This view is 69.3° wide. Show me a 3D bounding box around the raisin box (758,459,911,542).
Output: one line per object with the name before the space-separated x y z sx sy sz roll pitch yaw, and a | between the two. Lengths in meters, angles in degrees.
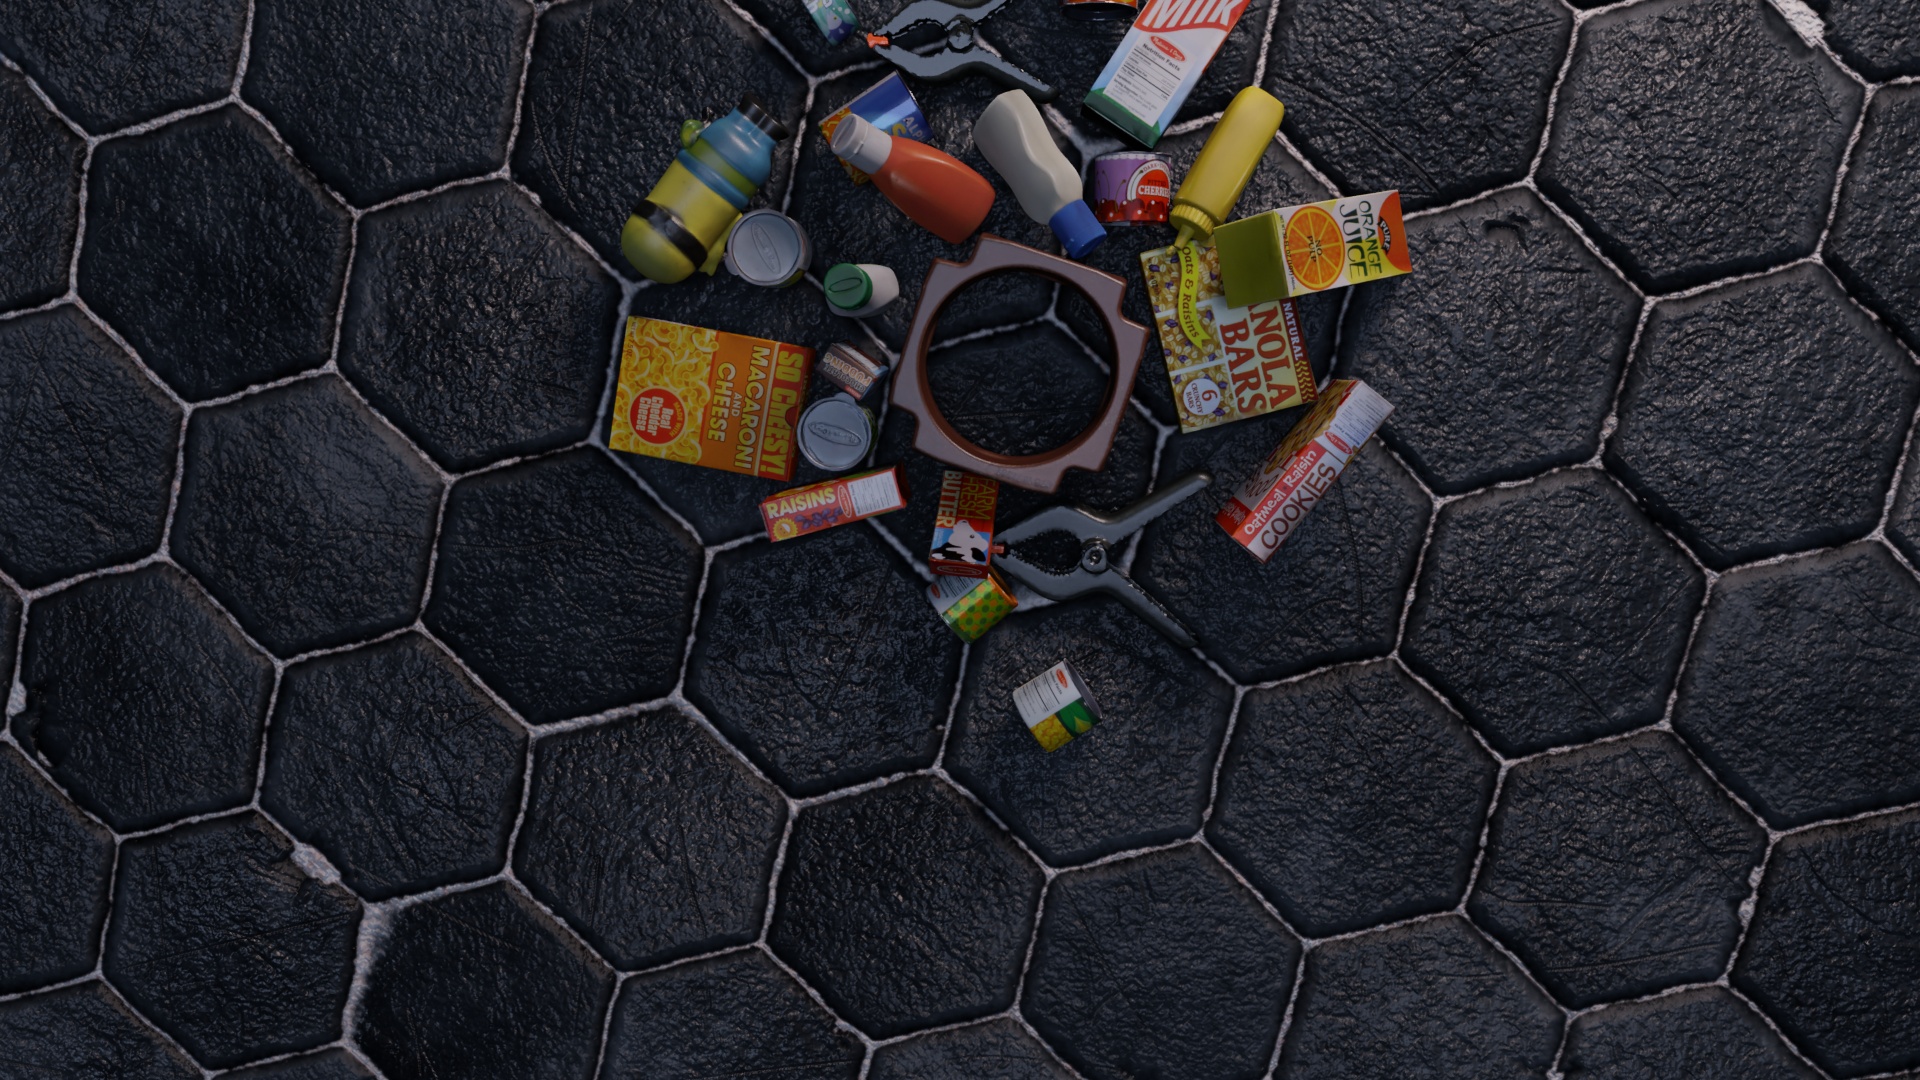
raisin box | -0.110 -0.037 1.242 0.123 0.086 0.040 -15 99 5

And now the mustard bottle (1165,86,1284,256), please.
mustard bottle | 0.219 -0.308 1.189 0.049 0.065 0.160 30 86 -2

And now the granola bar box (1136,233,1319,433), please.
granola bar box | 0.236 -0.189 1.228 0.124 0.039 0.165 -14 97 4

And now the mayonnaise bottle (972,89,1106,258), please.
mayonnaise bottle | 0.070 -0.312 1.197 0.041 0.064 0.148 -29 82 -34

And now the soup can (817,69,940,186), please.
soup can | -0.071 -0.355 1.207 0.084 0.071 0.071 -32 95 7

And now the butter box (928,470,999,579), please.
butter box | 0.004 -0.016 1.239 0.053 0.024 0.104 7 54 3

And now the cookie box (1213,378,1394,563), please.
cookie box | 0.293 -0.062 1.200 0.040 0.123 0.167 39 98 -2

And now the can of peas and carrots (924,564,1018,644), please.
can of peas and carrots | 0.012 0.052 1.260 0.058 0.071 0.071 -39 94 7

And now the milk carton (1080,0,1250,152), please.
milk carton | 0.185 -0.430 1.183 0.073 0.072 0.190 34 99 -2

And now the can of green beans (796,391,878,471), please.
can of green beans | -0.109 -0.097 1.248 0.071 0.058 0.071 0 98 3

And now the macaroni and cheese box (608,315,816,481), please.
macaroni and cheese box | -0.225 -0.128 1.259 0.166 0.040 0.123 11 99 2

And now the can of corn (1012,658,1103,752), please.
can of corn | 0.090 0.152 1.269 0.058 0.071 0.071 -33 95 7

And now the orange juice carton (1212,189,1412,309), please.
orange juice carton | 0.313 -0.249 1.176 0.193 0.073 0.071 -16 98 -31

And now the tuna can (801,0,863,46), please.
tuna can | -0.115 -0.462 1.194 0.033 0.071 0.071 -33 95 8

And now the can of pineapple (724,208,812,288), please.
can of pineapple | -0.170 -0.257 1.230 0.071 0.058 0.071 0 98 3

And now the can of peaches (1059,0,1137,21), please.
can of peaches | 0.117 -0.479 1.181 0.071 0.071 0.058 2 97 3

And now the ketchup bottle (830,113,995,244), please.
ketchup bottle | -0.042 -0.311 1.184 0.149 0.044 0.064 23 116 -38

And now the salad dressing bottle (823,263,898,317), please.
salad dressing bottle | -0.088 -0.214 1.186 0.064 0.148 0.044 -14 97 5

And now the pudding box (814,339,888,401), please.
pudding box | -0.095 -0.151 1.228 0.049 0.084 0.030 35 101 -3

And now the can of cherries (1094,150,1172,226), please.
can of cherries | 0.150 -0.303 1.202 0.071 0.071 0.058 1 98 3
